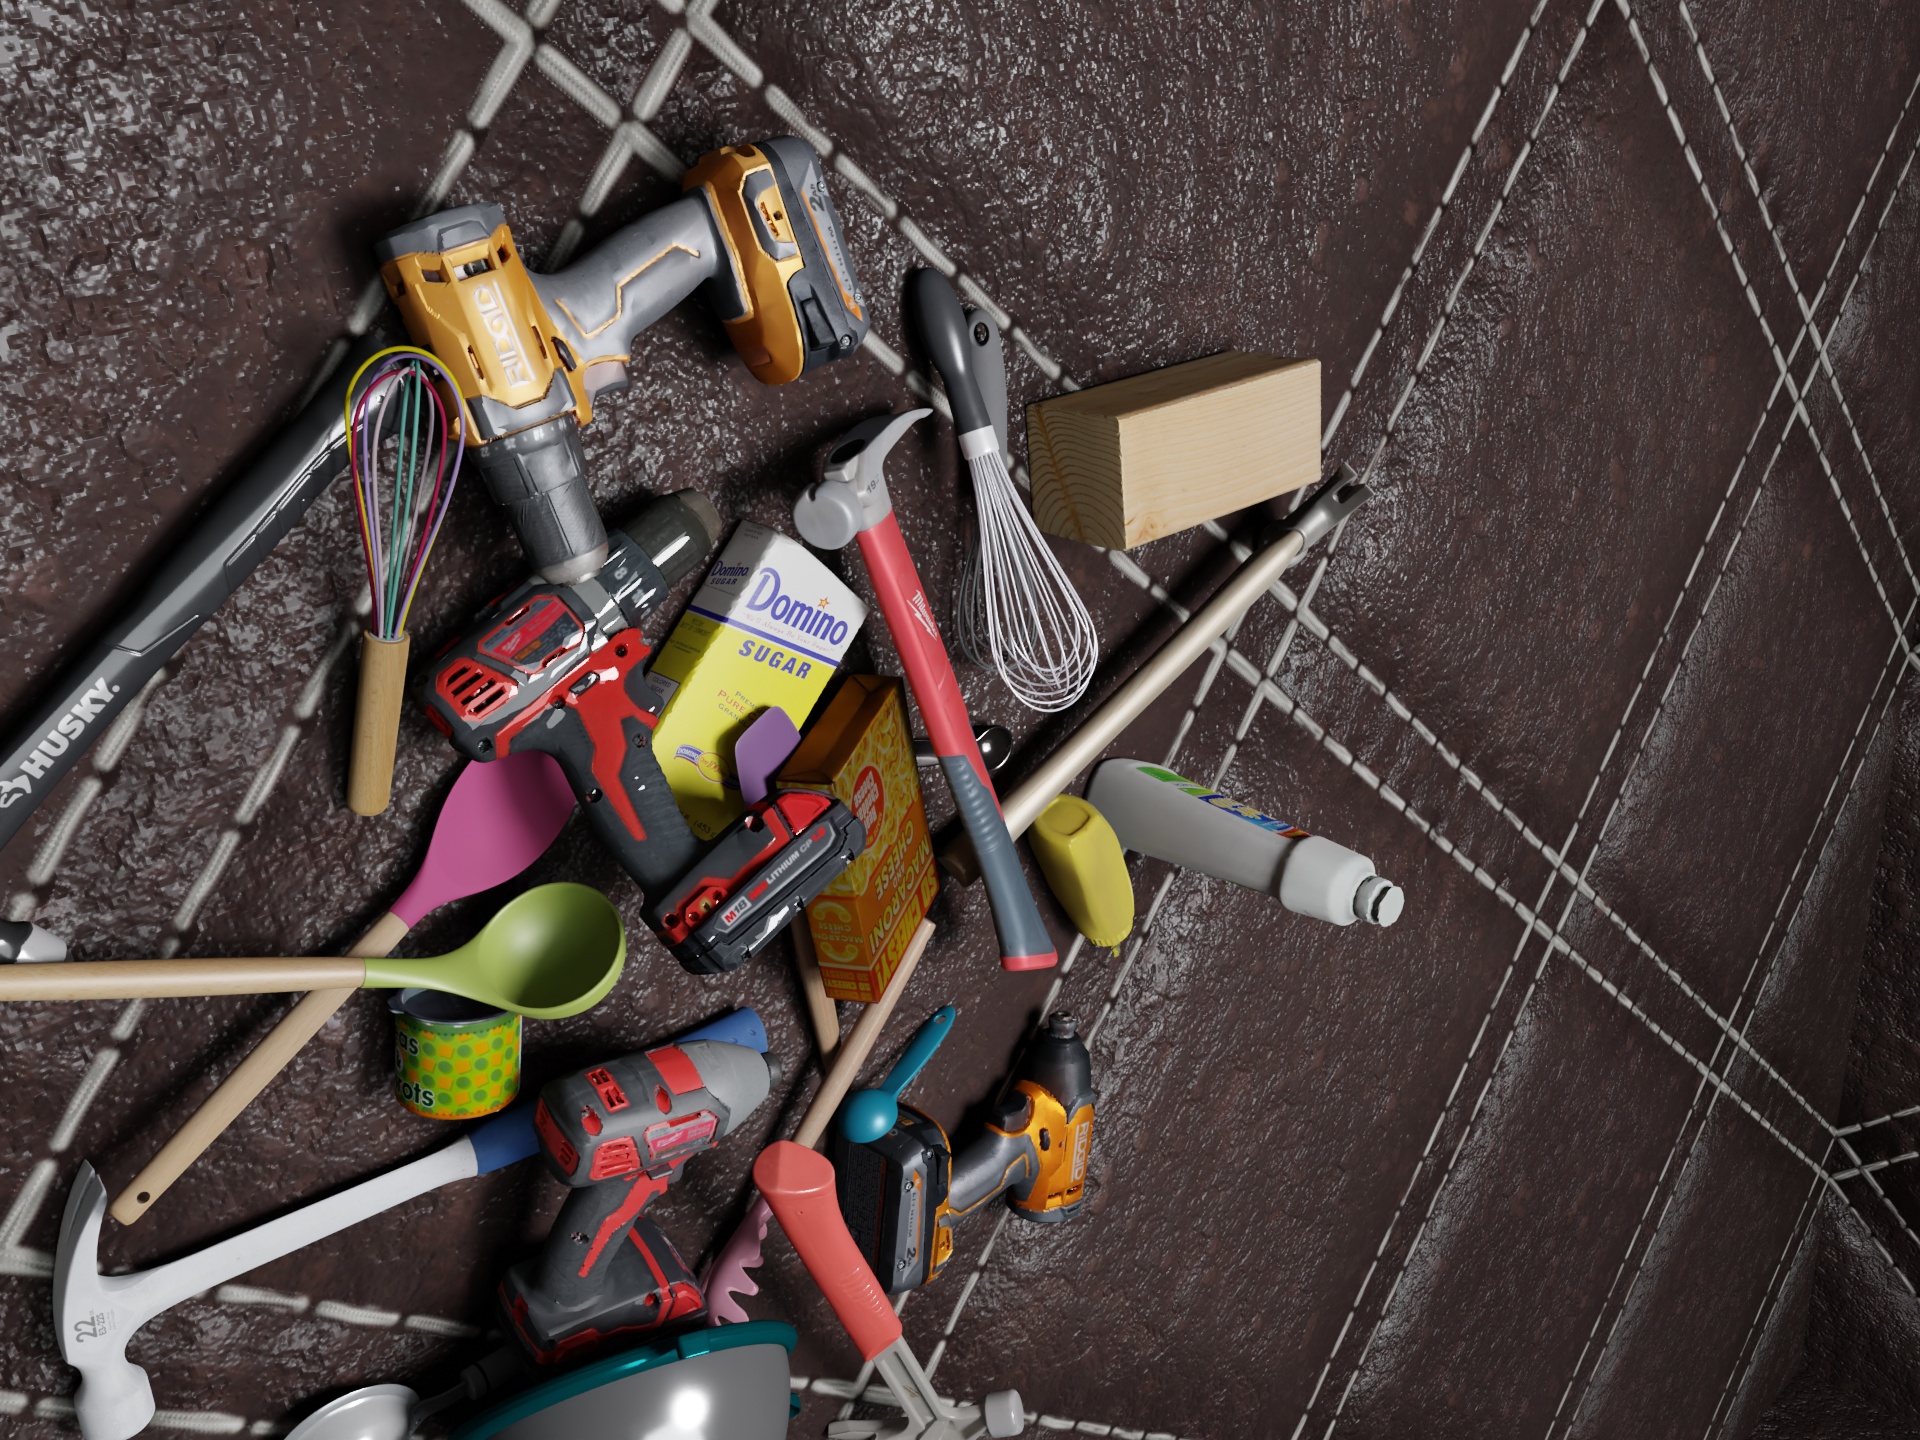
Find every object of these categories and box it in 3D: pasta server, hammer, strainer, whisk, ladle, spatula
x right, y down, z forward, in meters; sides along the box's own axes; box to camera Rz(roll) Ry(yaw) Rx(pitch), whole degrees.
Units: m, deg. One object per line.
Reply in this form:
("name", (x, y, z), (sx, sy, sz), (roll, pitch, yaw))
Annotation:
("pasta server", (-0.093, 0.274, 1.058), (0.040, 0.060, 0.316), (29, 88, 0))
("hammer", (-0.285, 0.243, 0.892), (0.405, 0.035, 0.144), (-18, 116, -38))
("hammer", (-0.072, 0.398, 1.060), (0.149, 0.037, 0.358), (-13, 130, 9))
("strainer", (-0.165, 0.457, 0.977), (0.211, 0.095, 0.340), (-26, 151, 7))
("whisk", (0.020, -0.141, 0.986), (0.070, 0.070, 0.284), (-24, 99, -35))
("whisk", (0.018, -0.145, 1.035), (0.055, 0.055, 0.239), (-17, 111, -38))
("whisk", (-0.278, -0.062, 0.765), (0.047, 0.051, 0.244), (-4, 122, -37))
("ladle", (-0.312, 0.114, 0.764), (0.320, 0.078, 0.062), (5, 132, -39))
("hammer", (-0.368, -0.045, 0.715), (0.335, 0.035, 0.146), (-54, 133, -15))
("hammer", (-0.002, -0.003, 1.011), (0.143, 0.038, 0.386), (-59, 137, -50))
("spatula", (-0.098, 0.123, 1.002), (0.060, 0.018, 0.315), (-47, 142, -41))
("hammer", (0.139, -0.033, 1.141), (0.038, 0.146, 0.411), (46, 72, 2))
("strainer", (-0.293, 0.395, 0.937), (0.258, 0.050, 0.086), (-21, 134, -40))

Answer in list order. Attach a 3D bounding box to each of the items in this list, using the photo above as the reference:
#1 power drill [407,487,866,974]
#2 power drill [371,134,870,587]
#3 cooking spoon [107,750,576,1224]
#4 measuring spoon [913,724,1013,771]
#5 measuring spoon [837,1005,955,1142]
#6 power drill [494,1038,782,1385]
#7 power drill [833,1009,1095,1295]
("power drill", (-0.151, 0.003, 0.848), (0.188, 0.080, 0.226), (-43, 96, -20))
("power drill", (-0.159, -0.187, 0.812), (0.226, 0.084, 0.185), (-29, 110, -30))
("cooking spoon", (-0.308, 0.122, 0.818), (0.319, 0.017, 0.068), (-52, 127, -27))
("measuring spoon", (-0.018, 0.019, 1.080), (0.124, 0.018, 0.034), (-2, 113, -35))
("measuring spoon", (-0.043, 0.240, 1.111), (0.129, 0.042, 0.021), (-48, 133, -37))
("power drill", (-0.185, 0.276, 0.919), (0.143, 0.079, 0.219), (-9, 130, -41))
("power drill", (0.014, 0.309, 1.164), (0.226, 0.084, 0.164), (-8, 108, -45))
